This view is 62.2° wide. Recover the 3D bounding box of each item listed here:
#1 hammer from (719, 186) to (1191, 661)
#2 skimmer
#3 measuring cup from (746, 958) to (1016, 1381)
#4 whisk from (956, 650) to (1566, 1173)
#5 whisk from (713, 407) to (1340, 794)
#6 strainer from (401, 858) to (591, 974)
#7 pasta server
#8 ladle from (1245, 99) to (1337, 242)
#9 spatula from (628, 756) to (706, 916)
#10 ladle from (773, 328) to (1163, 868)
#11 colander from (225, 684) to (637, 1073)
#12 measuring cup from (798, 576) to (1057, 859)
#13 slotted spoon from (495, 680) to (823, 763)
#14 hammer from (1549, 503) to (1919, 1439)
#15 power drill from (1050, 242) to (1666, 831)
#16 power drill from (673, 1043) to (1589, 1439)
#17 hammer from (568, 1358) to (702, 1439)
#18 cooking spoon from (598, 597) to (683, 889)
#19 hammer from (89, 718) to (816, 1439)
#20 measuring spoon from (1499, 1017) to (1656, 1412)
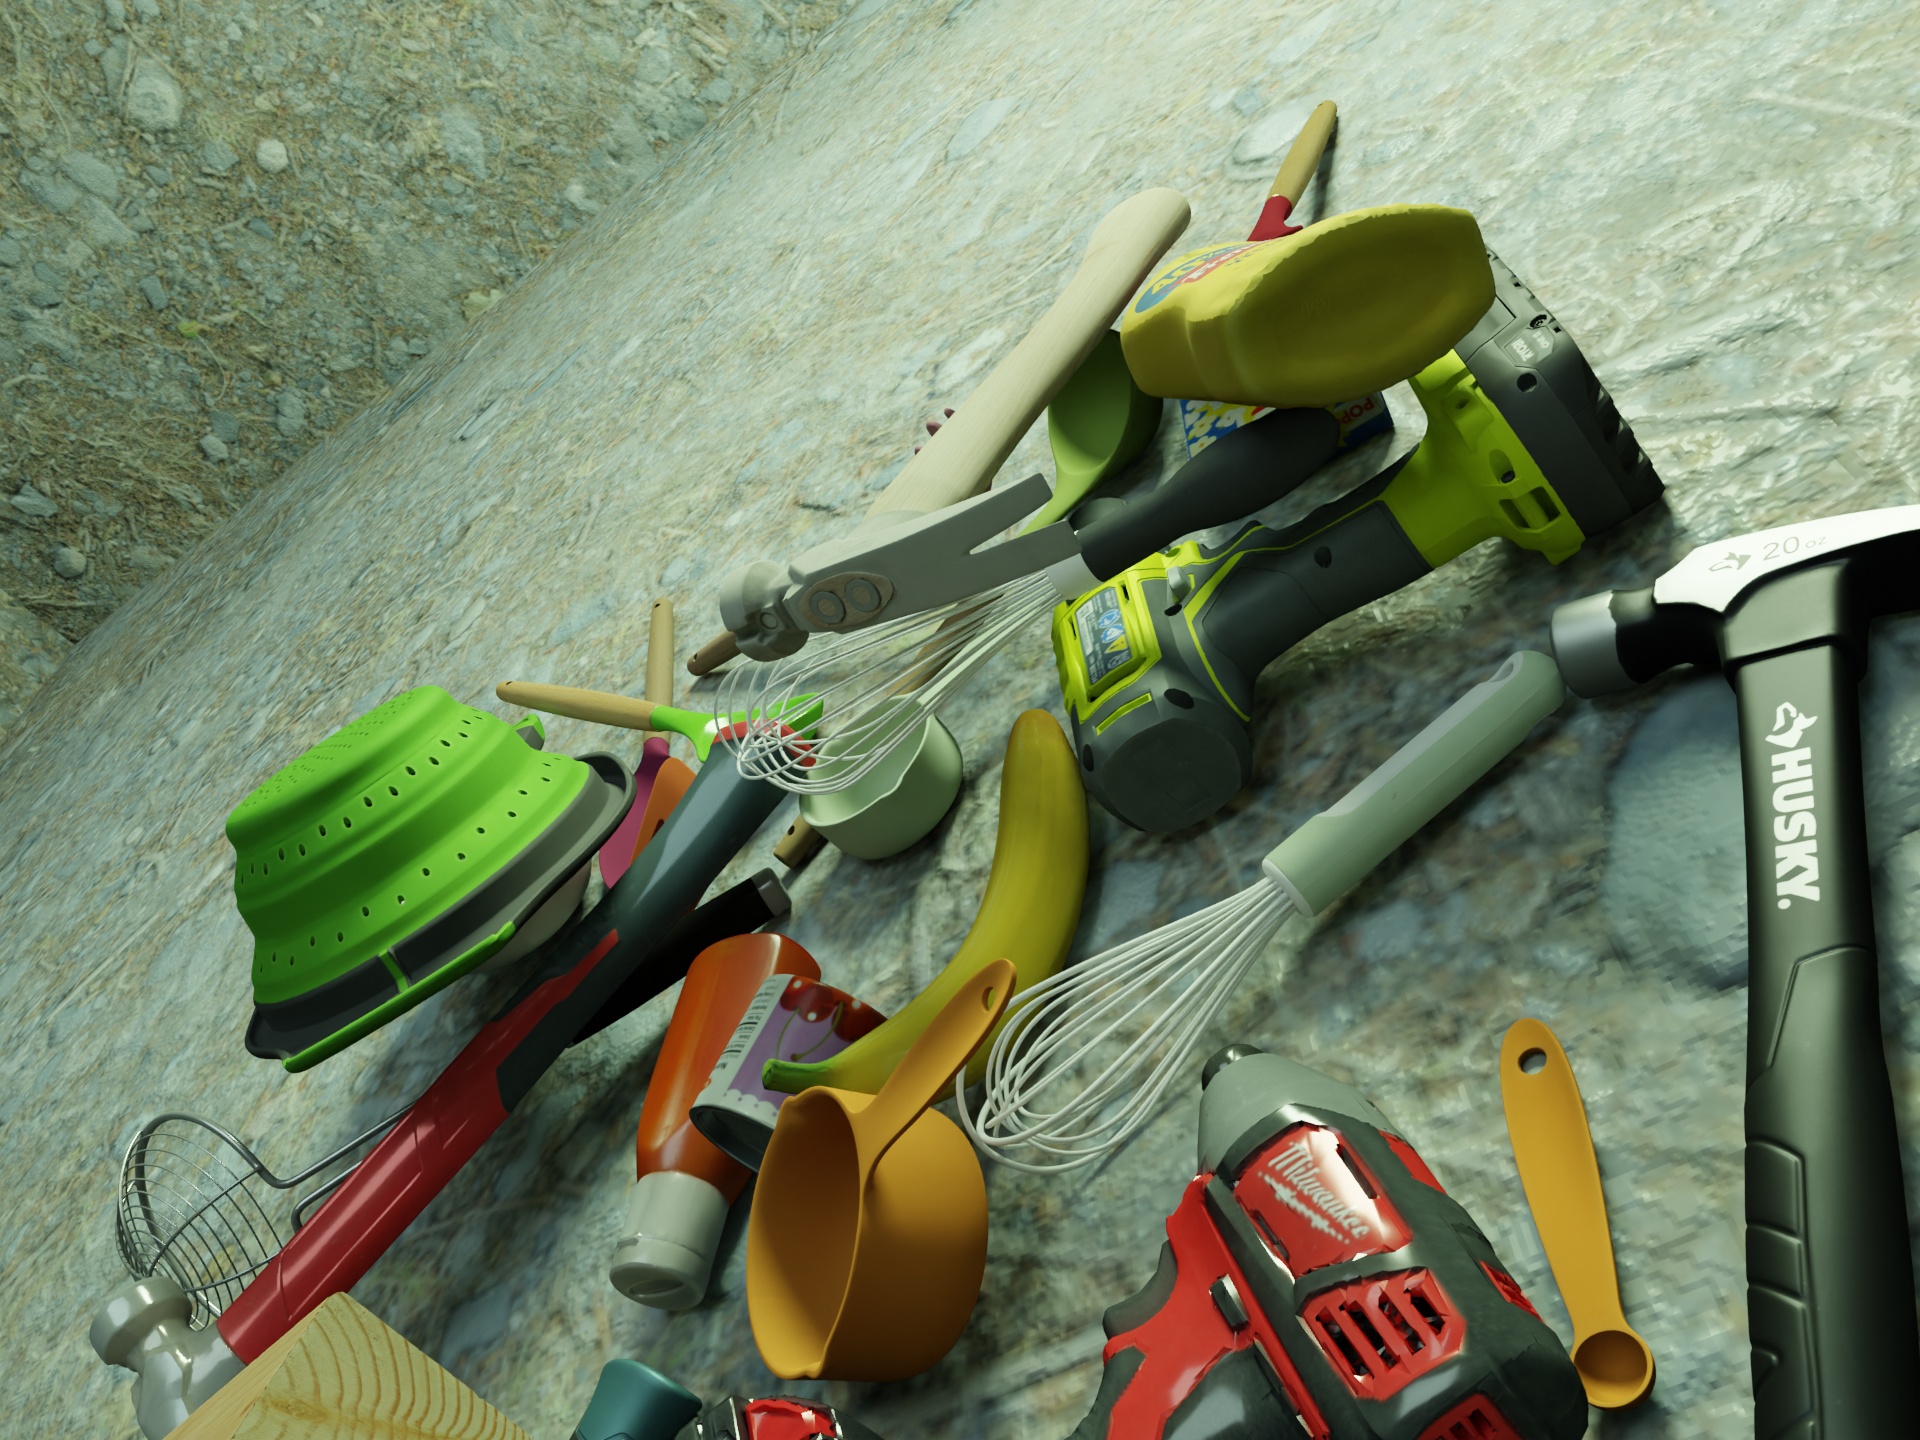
[{"bbox_3d":[0.044,-0.162,0.711,0.146,0.038,0.411,-15,28,34],"label":"hammer"},{"bbox_3d":[-0.239,0.173,0.759,0.363,0.127,0.090,-32,0,-4],"label":"skimmer"},{"bbox_3d":[-0.008,0.134,0.483,0.173,0.052,0.095,-56,31,31],"label":"measuring cup"},{"bbox_3d":[0.100,0.059,0.518,0.246,0.059,0.058,-40,1,-2],"label":"whisk"},{"bbox_3d":[0.017,-0.046,0.616,0.284,0.070,0.070,-28,32,25],"label":"whisk"},{"bbox_3d":[-0.259,0.081,0.920,0.151,0.069,0.256,-31,15,5],"label":"strainer"},{"bbox_3d":[-0.078,-0.081,0.874,0.316,0.040,0.060,-25,49,49],"label":"pasta server"},{"bbox_3d":[0.171,-0.281,0.846,0.069,0.031,0.316,-23,23,35],"label":"ladle"},{"bbox_3d":[-0.228,0.158,0.793,0.322,0.041,0.081,-46,45,-2],"label":"spatula"},{"bbox_3d":[0.000,-0.065,0.793,0.320,0.062,0.078,-53,28,-13],"label":"ladle"},{"bbox_3d":[-0.267,0.029,0.794,0.204,0.094,0.397,-31,17,1],"label":"colander"},{"bbox_3d":[-0.001,-0.002,0.731,0.167,0.038,0.083,-44,29,-5],"label":"measuring cup"},{"bbox_3d":[-0.187,-0.004,0.926,0.314,0.031,0.070,8,35,45],"label":"slotted spoon"},{"bbox_3d":[0.209,0.072,0.377,0.146,0.035,0.335,-18,38,39],"label":"hammer"},{"bbox_3d":[0.133,-0.078,0.627,0.228,0.080,0.191,-35,31,20],"label":"power drill"},{"bbox_3d":[0.034,0.180,0.411,0.219,0.078,0.143,-37,30,4],"label":"power drill"},{"bbox_3d":[-0.198,0.353,0.508,0.331,0.033,0.128,-53,30,-17],"label":"hammer"},{"bbox_3d":[-0.183,0.003,0.965,0.069,0.017,0.319,-32,31,11],"label":"cooking spoon"},{"bbox_3d":[-0.188,0.158,0.682,0.143,0.038,0.386,35,76,26],"label":"hammer"},{"bbox_3d":[0.156,0.122,0.405,0.021,0.011,0.117,-29,28,25],"label":"measuring spoon"}]
